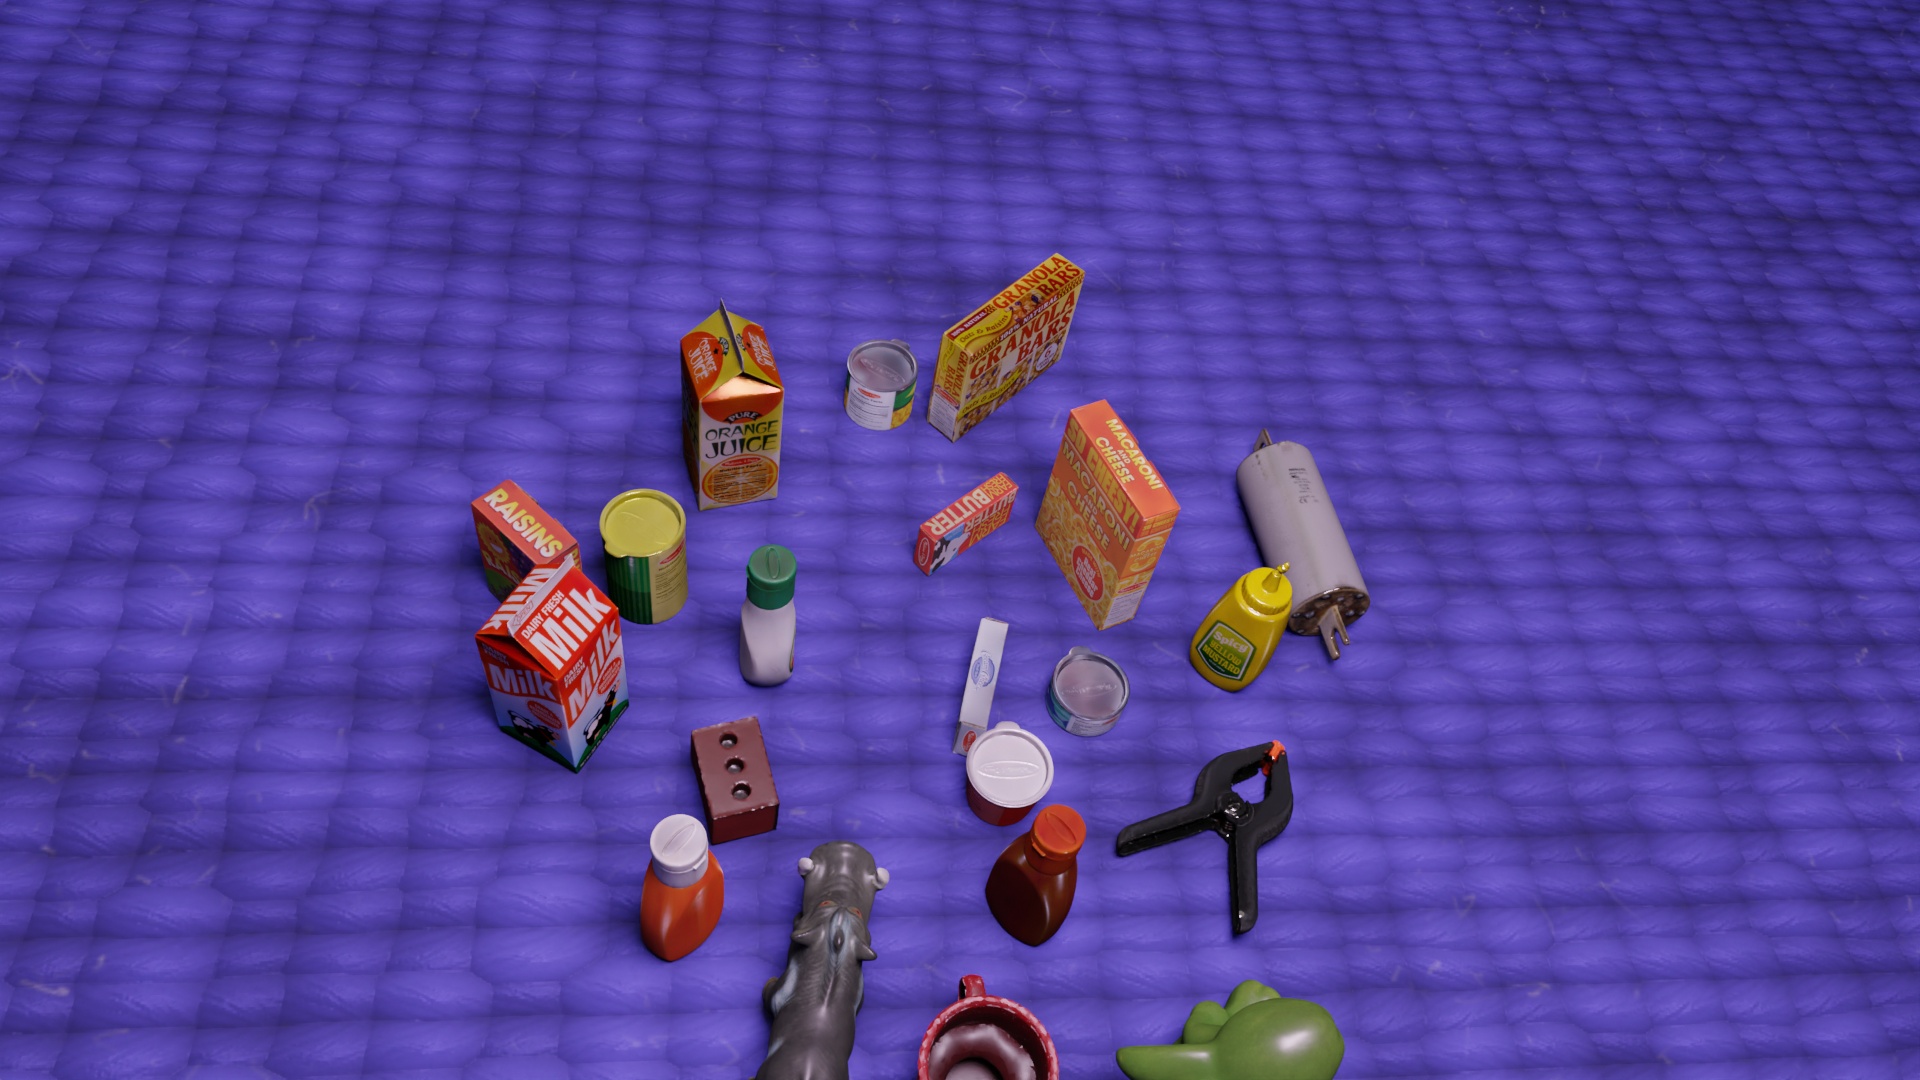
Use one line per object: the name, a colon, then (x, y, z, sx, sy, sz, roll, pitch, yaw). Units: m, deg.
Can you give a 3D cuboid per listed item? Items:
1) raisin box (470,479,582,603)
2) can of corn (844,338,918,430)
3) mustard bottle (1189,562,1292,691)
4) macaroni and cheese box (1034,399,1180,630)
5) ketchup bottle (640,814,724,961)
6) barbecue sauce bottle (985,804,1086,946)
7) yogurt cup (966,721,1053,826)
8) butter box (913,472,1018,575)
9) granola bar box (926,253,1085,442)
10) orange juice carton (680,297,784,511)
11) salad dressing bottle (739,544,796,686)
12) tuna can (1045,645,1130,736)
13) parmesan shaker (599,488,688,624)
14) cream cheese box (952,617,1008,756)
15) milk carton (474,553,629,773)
raisin box: (-0.339, 0.021, 1.100, 0.086, 0.122, 0.040, 40, 57, 18)
can of corn: (-0.074, -0.148, 1.313, 0.071, 0.058, 0.071, 5, 53, -7)
mustard bottle: (0.238, 0.065, 1.149, 0.065, 0.159, 0.049, 35, 56, 16)
macaroni and cheese box: (0.122, -0.020, 1.186, 0.040, 0.165, 0.124, -18, 59, -21)
ketchup bottle: (-0.191, 0.236, 0.953, 0.043, 0.148, 0.065, 35, 56, 15)
barbecue sauce bottle: (0.057, 0.237, 0.996, 0.044, 0.147, 0.065, -32, 65, -28)
yogurt cup: (0.035, 0.188, 1.088, 0.072, 0.053, 0.073, 5, 53, -7)
butter box: (0.004, -0.015, 1.233, 0.104, 0.052, 0.024, -34, 66, -29)
granola bar box: (0.042, -0.184, 1.319, 0.039, 0.123, 0.166, 39, 57, 18)
orange juice carton: (-0.195, -0.114, 1.182, 0.073, 0.191, 0.072, -11, 57, -17)
salad dressing bottle: (-0.150, 0.060, 1.090, 0.044, 0.146, 0.064, -3, 55, -13)
tuna can: (0.105, 0.126, 1.159, 0.071, 0.032, 0.071, 5, 53, -7)
parmesan shaker: (-0.259, 0.016, 1.131, 0.071, 0.102, 0.071, 5, 54, -7)
cream cheese box: (0.016, 0.120, 1.135, 0.024, 0.053, 0.104, 14, 53, 0)
milk carton: (-0.298, 0.087, 1.017, 0.073, 0.189, 0.073, 26, 54, 9)
